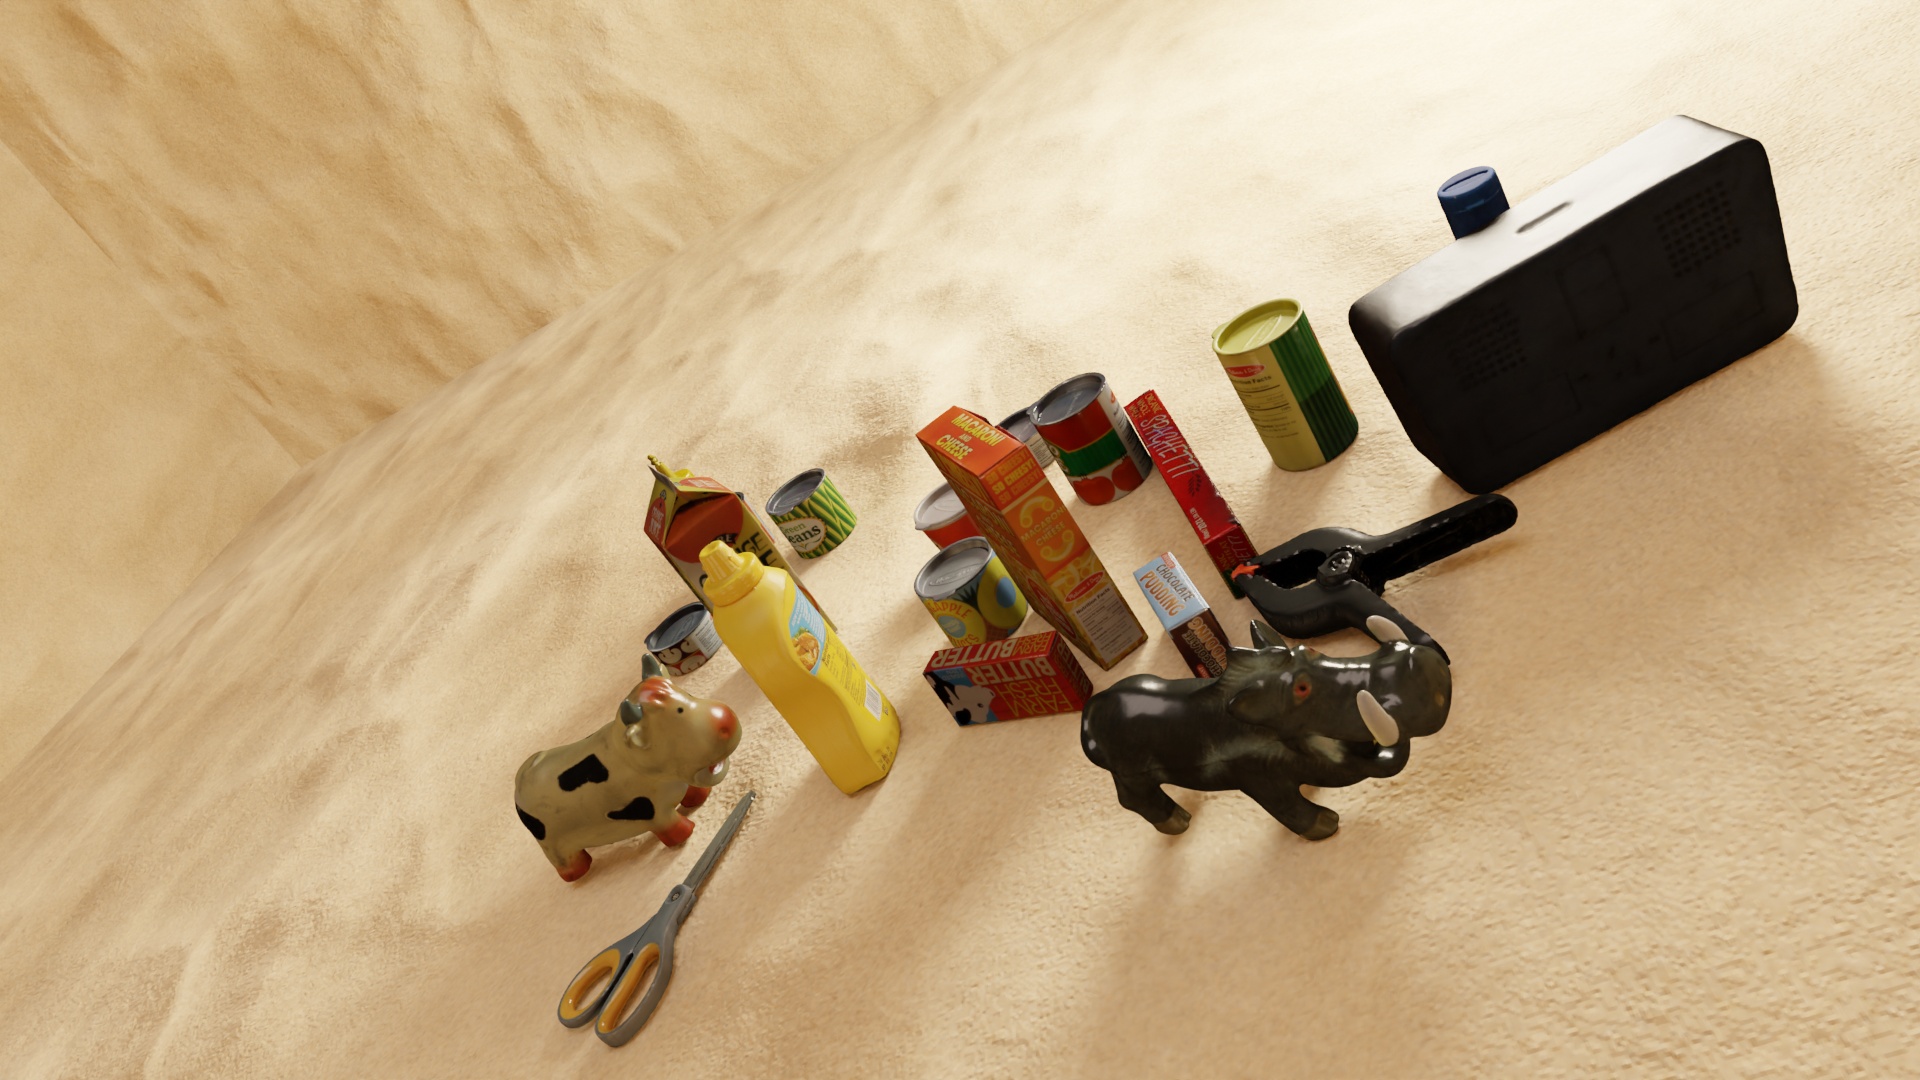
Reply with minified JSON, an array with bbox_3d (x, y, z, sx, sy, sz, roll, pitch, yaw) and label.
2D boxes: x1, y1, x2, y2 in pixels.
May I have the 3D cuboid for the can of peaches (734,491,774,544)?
[{"bbox_3d":[-0.226,-0.004,1.362,0.071,0.058,0.071,-27,26,15],"label":"can of peaches"}]

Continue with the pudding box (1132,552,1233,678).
[{"bbox_3d":[0.139,0.047,0.859,0.030,0.049,0.084,-31,26,5],"label":"pudding box"}]

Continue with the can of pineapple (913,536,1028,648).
[{"bbox_3d":[0.007,0.041,1.013,0.071,0.057,0.071,-27,26,15],"label":"can of pineapple"}]

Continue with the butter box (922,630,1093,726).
[{"bbox_3d":[0.031,0.091,0.904,0.103,0.053,0.024,-13,32,36],"label":"butter box"}]

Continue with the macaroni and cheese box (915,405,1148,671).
[{"bbox_3d":[0.046,-0.005,0.922,0.040,0.166,0.124,-37,26,-7],"label":"macaroni and cheese box"}]

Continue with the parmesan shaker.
[{"bbox_3d":[0.225,-0.108,0.968,0.071,0.102,0.071,-27,26,15],"label":"parmesan shaker"}]

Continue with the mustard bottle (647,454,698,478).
[{"bbox_3d":[-0.237,-0.016,1.278,0.048,0.159,0.066,-21,28,26],"label":"mustard bottle"}]

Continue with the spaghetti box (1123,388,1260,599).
[{"bbox_3d":[0.163,-0.040,0.984,0.028,0.050,0.251,-30,26,8],"label":"spaghetti box"}]

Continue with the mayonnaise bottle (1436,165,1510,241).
[{"bbox_3d":[0.344,-0.164,0.875,0.064,0.147,0.041,-23,28,23],"label":"mayonnaise bottle"}]

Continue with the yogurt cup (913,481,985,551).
[{"bbox_3d":[0.004,-0.014,1.117,0.072,0.053,0.073,-27,26,15],"label":"yogurt cup"}]

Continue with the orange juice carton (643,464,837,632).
[{"bbox_3d":[-0.190,0.017,1.128,0.073,0.192,0.072,-40,26,-12],"label":"orange juice carton"}]

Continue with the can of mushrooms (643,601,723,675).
[{"bbox_3d":[-0.249,0.089,1.254,0.071,0.033,0.071,-27,26,14],"label":"can of mushrooms"}]

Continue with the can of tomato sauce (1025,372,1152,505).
[{"bbox_3d":[0.101,-0.078,1.083,0.071,0.083,0.071,-27,26,15],"label":"can of tomato sauce"}]

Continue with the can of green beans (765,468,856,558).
[{"bbox_3d":[-0.139,-0.025,1.298,0.071,0.057,0.071,-27,26,15],"label":"can of green beans"}]

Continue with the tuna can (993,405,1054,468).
[{"bbox_3d":[0.054,-0.085,1.208,0.071,0.032,0.071,-27,26,14],"label":"tuna can"}]
